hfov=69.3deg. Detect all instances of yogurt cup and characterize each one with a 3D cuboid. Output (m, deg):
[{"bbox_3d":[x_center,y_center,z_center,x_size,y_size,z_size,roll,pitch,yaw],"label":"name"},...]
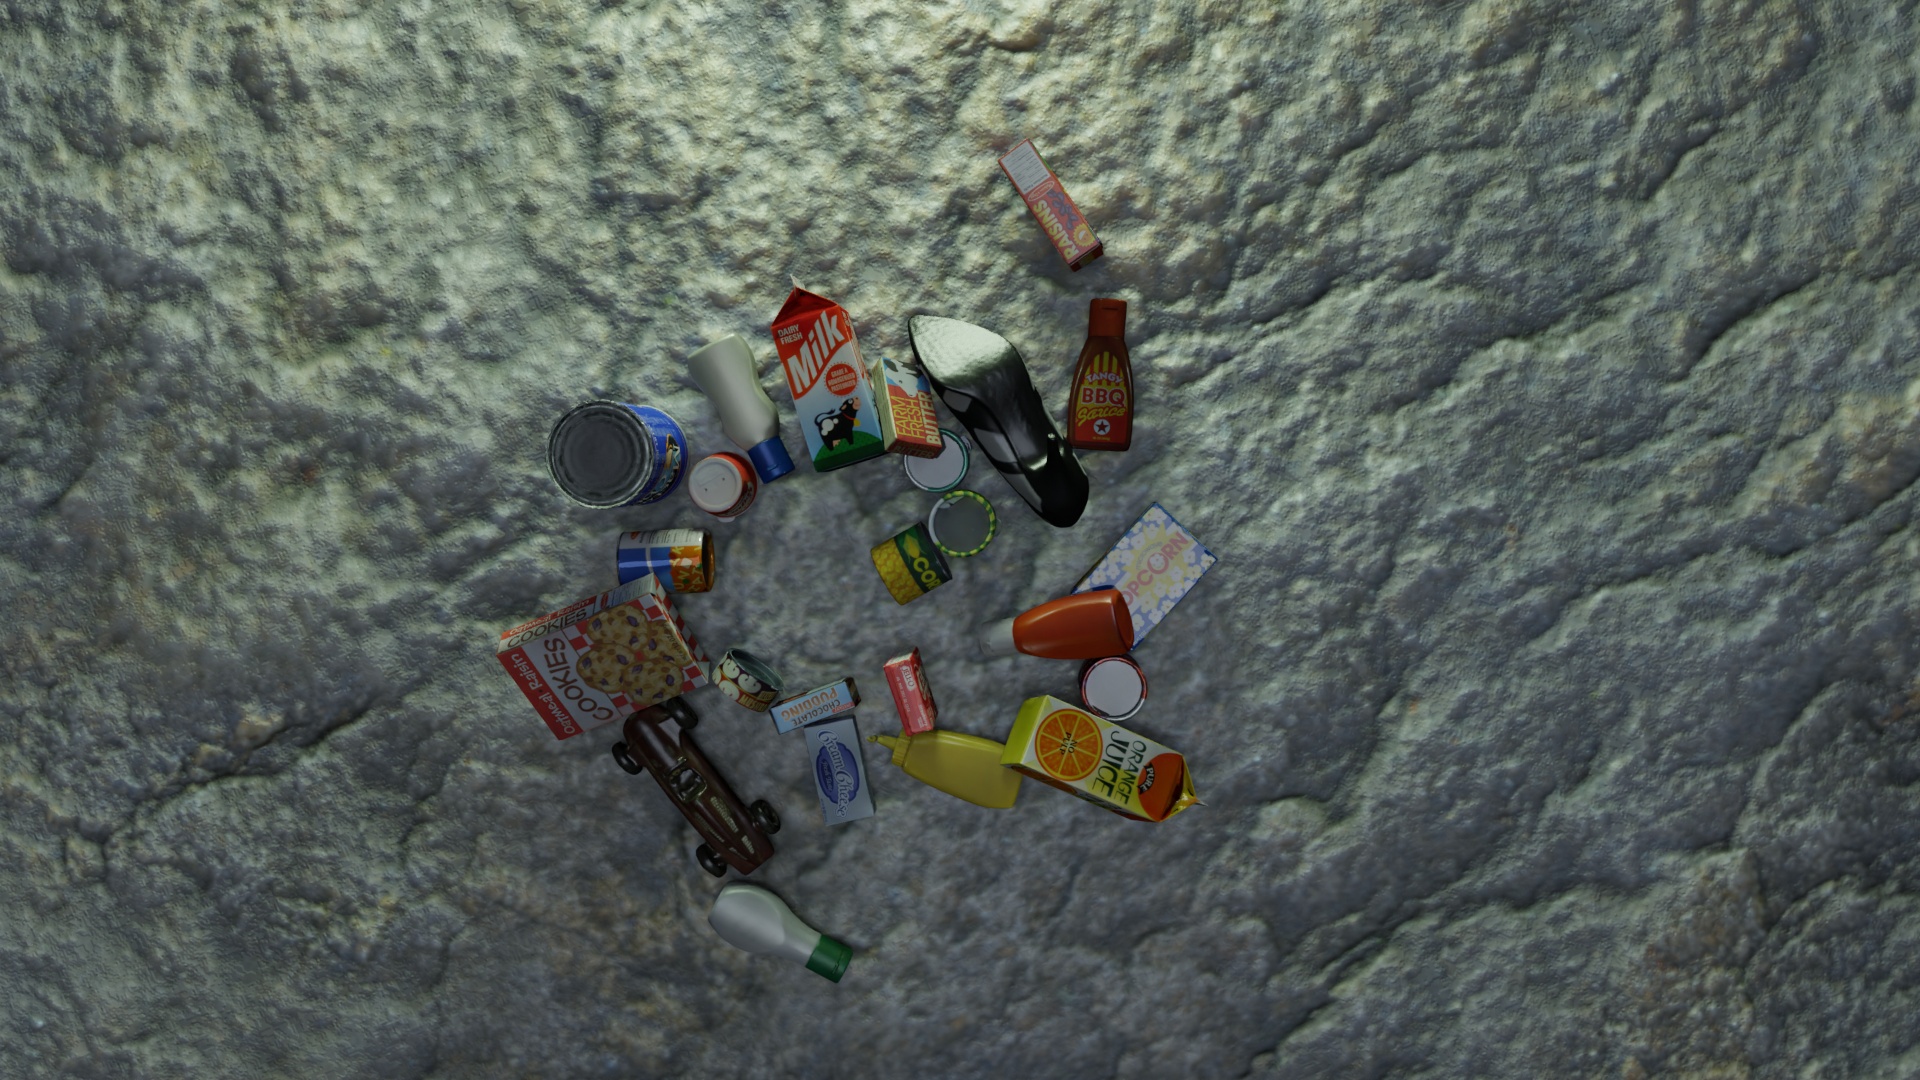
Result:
[{"bbox_3d":[-0.240,-0.055,1.386,0.072,0.054,0.072,0,92,2],"label":"yogurt cup"}]

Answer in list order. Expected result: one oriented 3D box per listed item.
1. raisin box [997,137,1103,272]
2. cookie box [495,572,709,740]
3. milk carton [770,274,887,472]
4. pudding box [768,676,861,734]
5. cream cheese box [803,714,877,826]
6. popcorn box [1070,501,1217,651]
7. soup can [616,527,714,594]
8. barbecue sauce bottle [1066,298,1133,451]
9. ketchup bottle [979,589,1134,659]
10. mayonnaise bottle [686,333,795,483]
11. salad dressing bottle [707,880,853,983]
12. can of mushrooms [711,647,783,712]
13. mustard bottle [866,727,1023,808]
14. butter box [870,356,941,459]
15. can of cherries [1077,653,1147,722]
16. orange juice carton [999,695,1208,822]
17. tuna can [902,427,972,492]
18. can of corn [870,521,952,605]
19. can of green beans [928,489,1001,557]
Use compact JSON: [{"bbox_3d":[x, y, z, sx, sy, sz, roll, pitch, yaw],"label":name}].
[{"bbox_3d":[0.089,-0.323,1.347,0.040,0.086,0.123,-34,91,10],"label":"raisin box"},{"bbox_3d":[-0.352,0.117,1.373,0.167,0.040,0.122,-21,122,6],"label":"cookie box"},{"bbox_3d":[-0.132,-0.167,1.368,0.073,0.072,0.190,-17,92,3],"label":"milk carton"},{"bbox_3d":[-0.146,0.165,1.394,0.084,0.049,0.030,-20,90,2],"label":"pudding box"},{"bbox_3d":[-0.122,0.232,1.409,0.053,0.024,0.103,-13,92,1],"label":"cream cheese box"},{"bbox_3d":[0.182,0.035,1.382,0.085,0.038,0.126,43,93,-1],"label":"popcorn box"},{"bbox_3d":[-0.293,0.024,1.386,0.084,0.071,0.071,-3,93,2],"label":"soup can"},{"bbox_3d":[0.141,-0.163,1.373,0.065,0.044,0.148,4,92,1],"label":"barbecue sauce bottle"},{"bbox_3d":[0.092,0.088,1.362,0.148,0.044,0.064,-10,112,24],"label":"ketchup bottle"},{"bbox_3d":[-0.215,-0.130,1.390,0.065,0.041,0.148,-27,92,4],"label":"mayonnaise bottle"},{"bbox_3d":[-0.182,0.399,1.409,0.148,0.044,0.064,28,91,0],"label":"salad dressing bottle"},{"bbox_3d":[-0.211,0.141,1.386,0.071,0.071,0.033,36,94,0],"label":"can of mushrooms"},{"bbox_3d":[-0.016,0.219,1.392,0.160,0.049,0.065,18,89,2],"label":"mustard bottle"},{"bbox_3d":[-0.053,-0.129,1.355,0.053,0.024,0.104,8,53,-30],"label":"butter box"},{"bbox_3d":[0.149,0.141,1.378,0.071,0.058,0.071,0,93,2],"label":"can of cherries"},{"bbox_3d":[0.145,0.222,1.357,0.193,0.071,0.073,25,75,-10],"label":"orange juice carton"},{"bbox_3d":[-0.022,-0.081,1.388,0.071,0.033,0.071,0,93,3],"label":"tuna can"},{"bbox_3d":[-0.048,0.025,1.375,0.058,0.071,0.071,-29,91,4],"label":"can of corn"},{"bbox_3d":[0.003,-0.017,1.377,0.071,0.058,0.071,0,93,2],"label":"can of green beans"}]
